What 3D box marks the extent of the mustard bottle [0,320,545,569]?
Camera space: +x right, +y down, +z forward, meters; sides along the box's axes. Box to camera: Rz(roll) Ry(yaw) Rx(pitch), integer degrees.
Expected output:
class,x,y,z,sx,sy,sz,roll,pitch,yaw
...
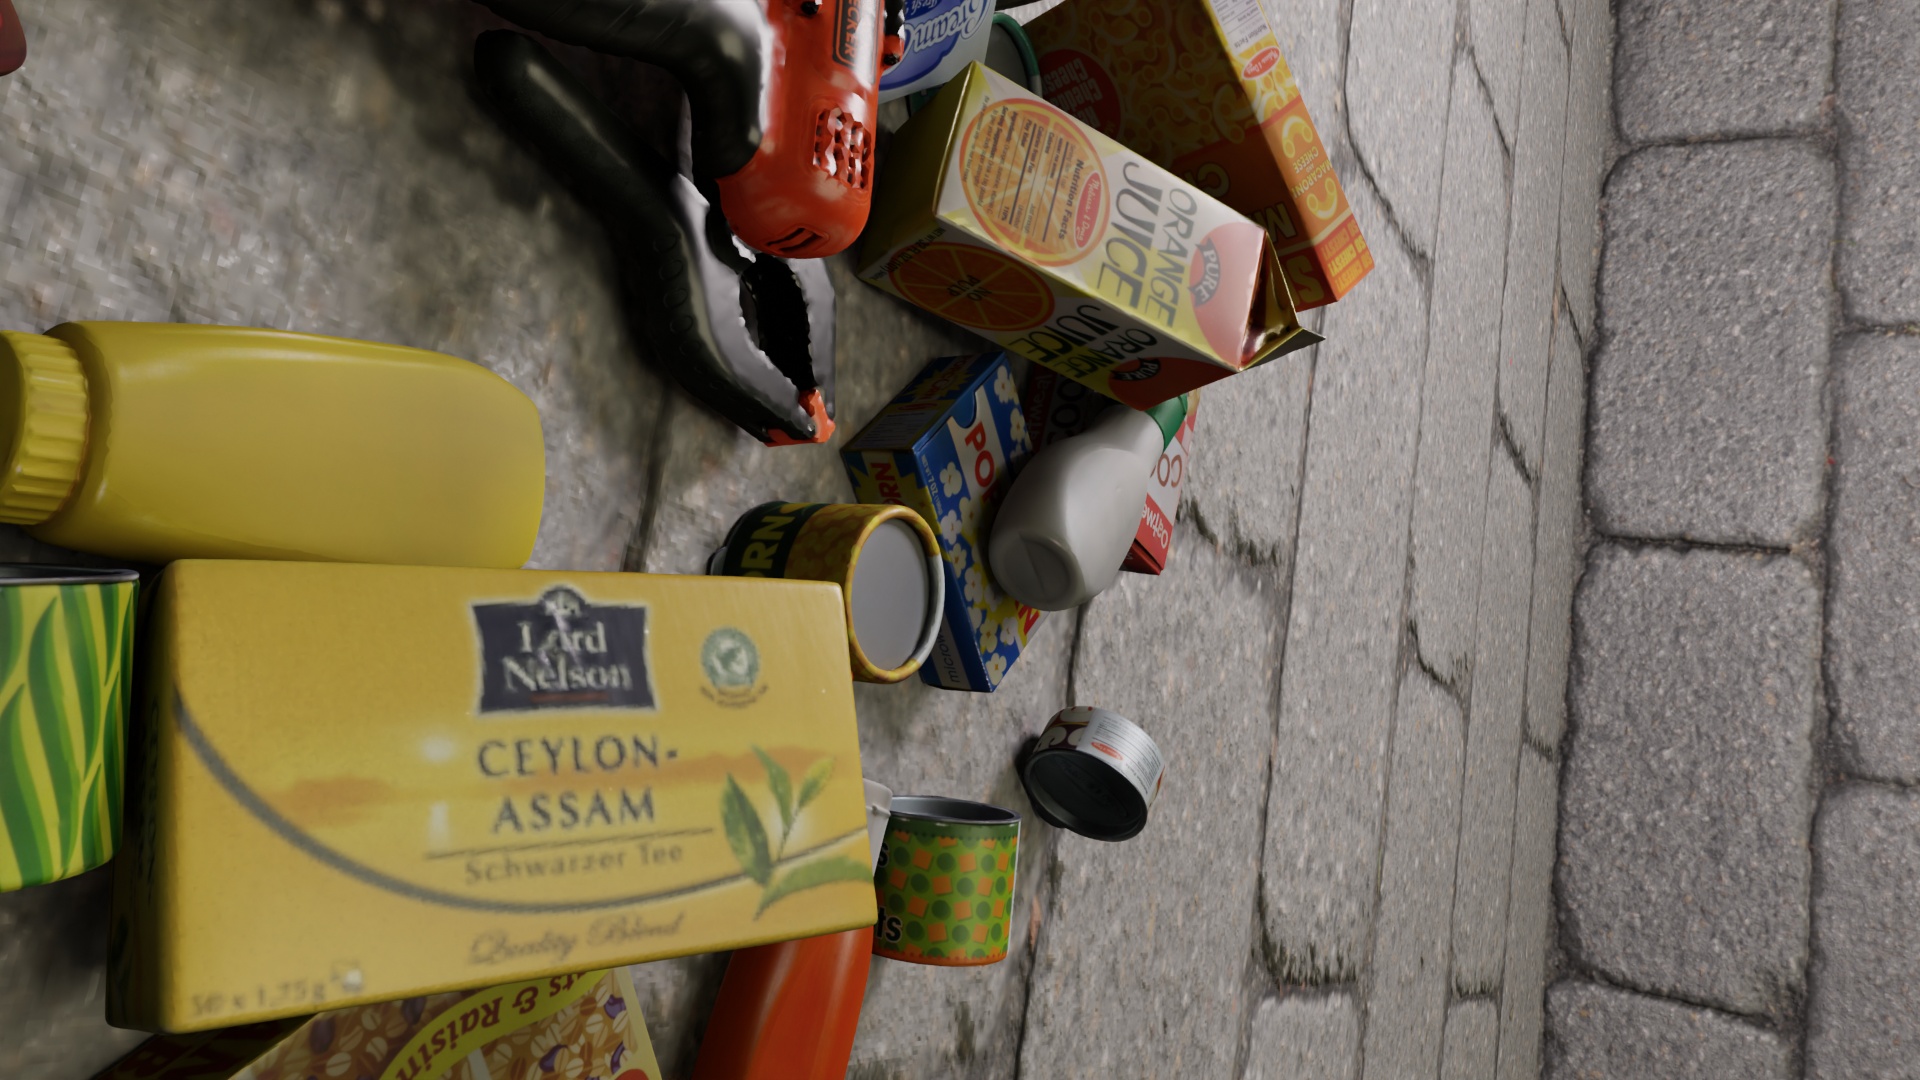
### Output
class,x,y,z,sx,sy,sz,roll,pitch,yaw
mustard bottle,-0.172,-0.021,0.322,0.160,0.049,0.065,9,82,-57

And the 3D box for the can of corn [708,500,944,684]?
class,x,y,z,sx,sy,sz,roll,pitch,yaw
can of corn,-0.048,0.018,0.513,0.071,0.058,0.071,-5,96,-58

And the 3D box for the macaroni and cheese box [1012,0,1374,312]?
class,x,y,z,sx,sy,sz,roll,pitch,yaw
macaroni and cheese box,0.099,-0.177,0.634,0.040,0.123,0.166,-41,110,-33

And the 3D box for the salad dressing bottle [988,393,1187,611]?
class,x,y,z,sx,sy,sz,roll,pitch,yaw
salad dressing bottle,0.063,-0.028,0.630,0.148,0.044,0.064,-52,127,-45

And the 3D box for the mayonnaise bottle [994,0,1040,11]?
class,x,y,z,sx,sy,sz,roll,pitch,yaw
mayonnaise bottle,0.018,-0.311,0.601,0.041,0.064,0.148,-15,100,-53

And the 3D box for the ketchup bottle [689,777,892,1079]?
class,x,y,z,sx,sy,sz,roll,pitch,yaw
ketchup bottle,-0.060,0.161,0.516,0.064,0.043,0.149,42,57,-52

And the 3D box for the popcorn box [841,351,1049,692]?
class,x,y,z,sx,sy,sz,roll,pitch,yaw
popcorn box,0.002,-0.008,0.612,0.085,0.038,0.126,-49,132,-44

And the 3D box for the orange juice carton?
class,x,y,z,sx,sy,sz,roll,pitch,yaw
orange juice carton,0.061,-0.114,0.589,0.193,0.071,0.073,22,71,-24

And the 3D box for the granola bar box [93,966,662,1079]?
class,x,y,z,sx,sy,sz,roll,pitch,yaw
granola bar box,-0.156,0.166,0.367,0.166,0.039,0.123,-37,121,-52

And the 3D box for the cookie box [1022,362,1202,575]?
class,x,y,z,sx,sy,sz,roll,pitch,yaw
cookie box,0.086,-0.082,0.740,0.122,0.040,0.168,40,59,-52

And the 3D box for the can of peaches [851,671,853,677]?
class,x,y,z,sx,sy,sz,roll,pitch,yaw
can of peaches,-0.074,0.061,0.463,0.071,0.071,0.058,48,51,-48

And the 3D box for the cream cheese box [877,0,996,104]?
class,x,y,z,sx,sy,sz,roll,pitch,yaw
cream cheese box,-0.028,-0.197,0.530,0.104,0.024,0.053,-33,148,-38

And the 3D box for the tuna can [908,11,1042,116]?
class,x,y,z,sx,sy,sz,roll,pitch,yaw
tuna can,0.007,-0.199,0.613,0.071,0.033,0.071,-6,97,-58

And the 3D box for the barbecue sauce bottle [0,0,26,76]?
class,x,y,z,sx,sy,sz,roll,pitch,yaw
barbecue sauce bottle,-0.225,-0.147,0.234,0.065,0.043,0.148,-42,125,-47

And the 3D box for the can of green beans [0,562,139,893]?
class,x,y,z,sx,sy,sz,roll,pitch,yaw
can of green beans,-0.198,0.034,0.267,0.071,0.071,0.058,3,90,-58

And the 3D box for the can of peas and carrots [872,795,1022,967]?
class,x,y,z,sx,sy,sz,roll,pitch,yaw
can of peas and carrots,-0.012,0.139,0.574,0.071,0.071,0.058,11,83,-58

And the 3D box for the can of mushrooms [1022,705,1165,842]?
class,x,y,z,sx,sy,sz,roll,pitch,yaw
can of mushrooms,0.066,0.118,0.699,0.034,0.071,0.070,-56,136,-42
